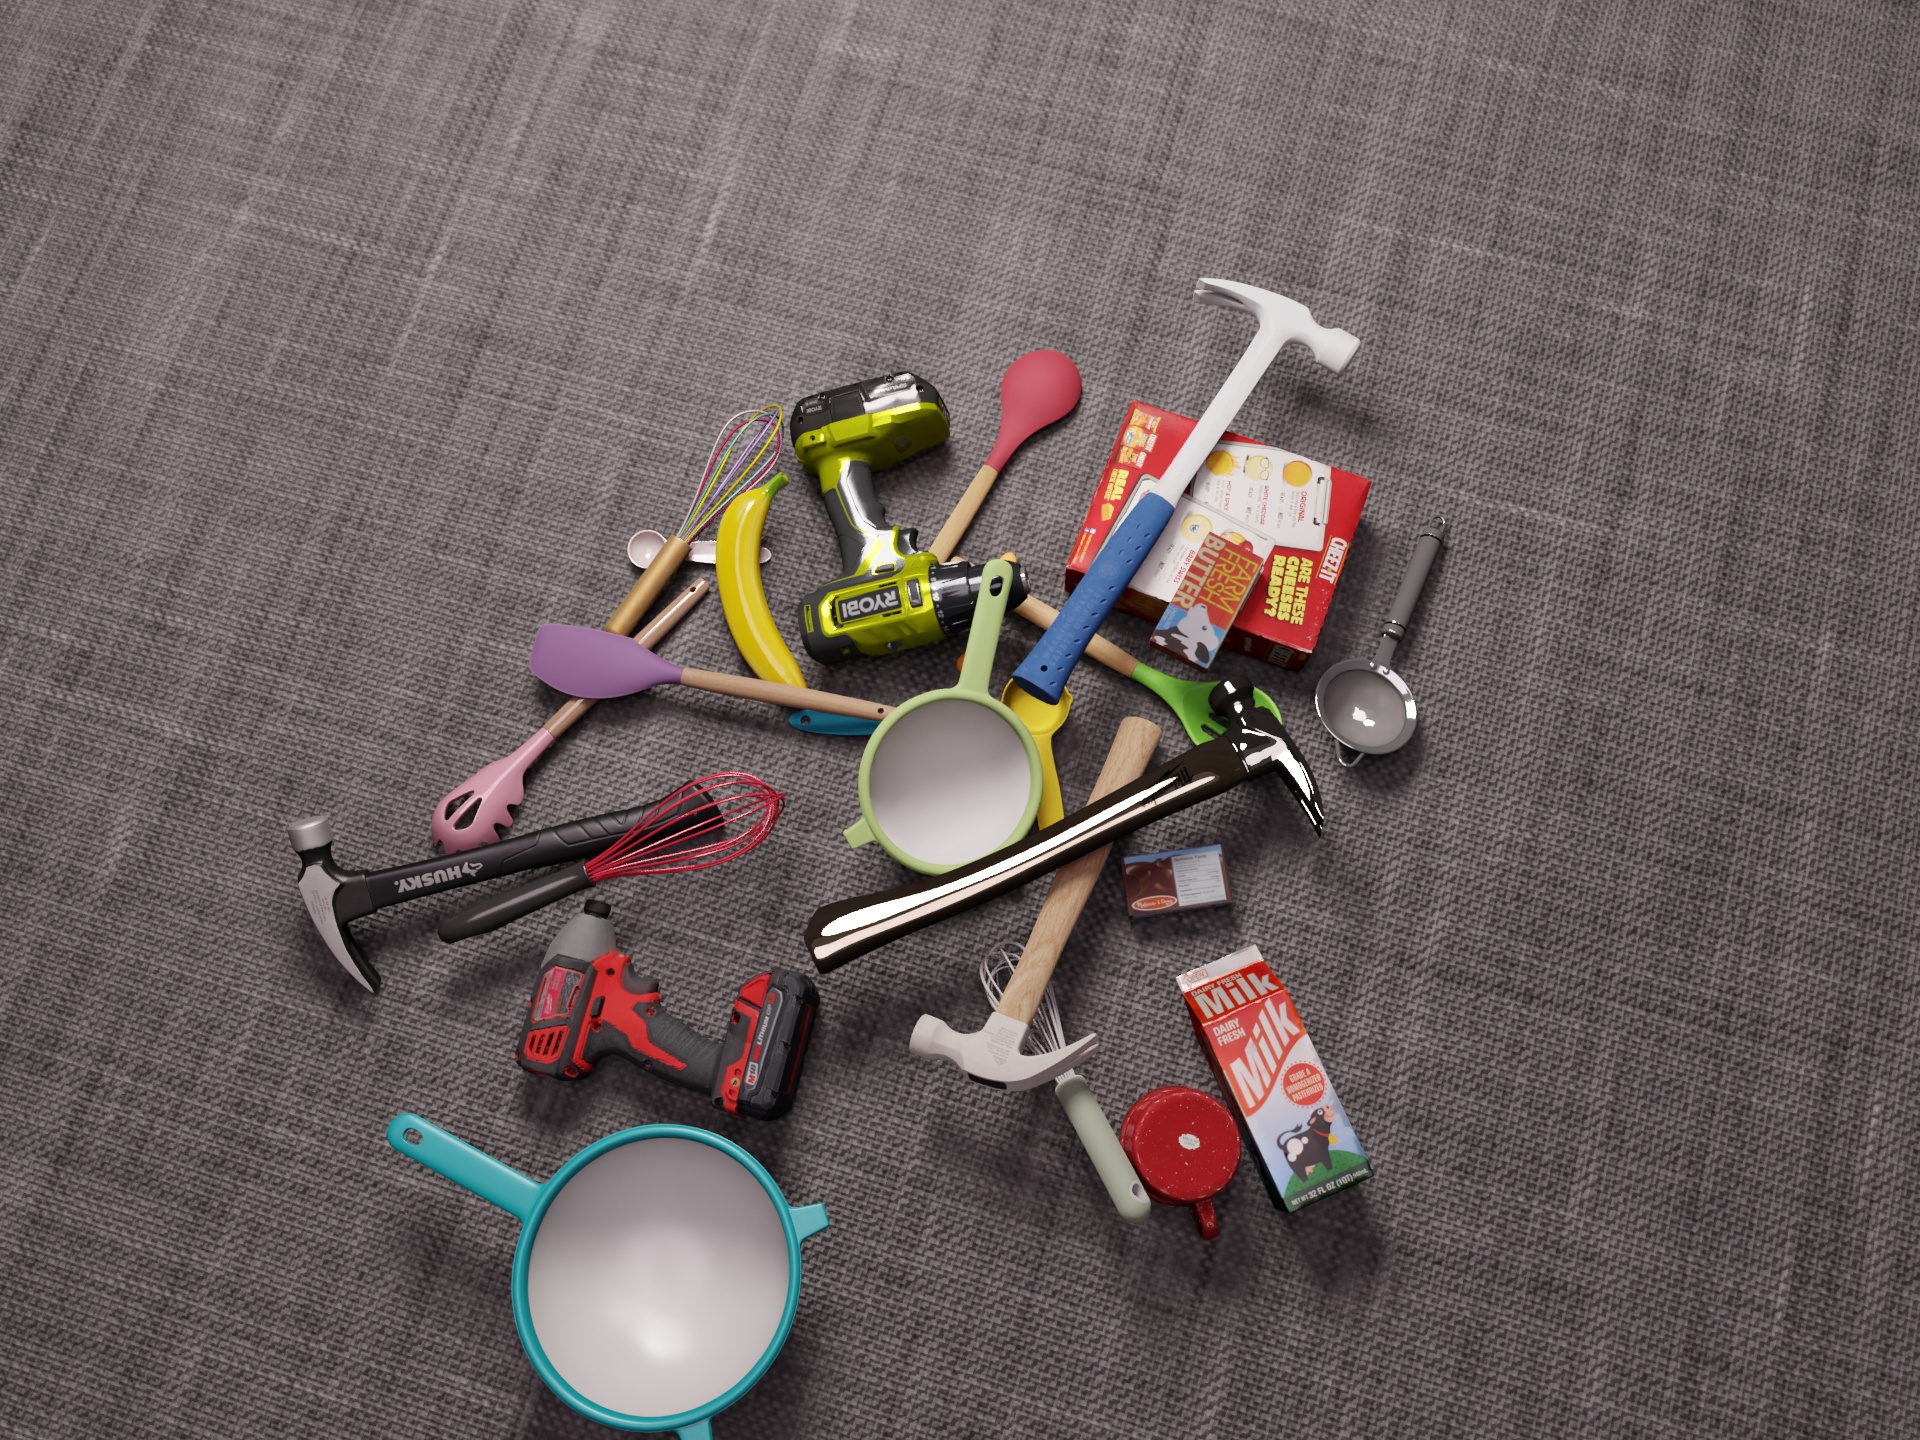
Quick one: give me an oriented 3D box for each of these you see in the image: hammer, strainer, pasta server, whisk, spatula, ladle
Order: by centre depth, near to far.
[{"bbox_3d":[-0.276,0.387,1.203,0.340,0.095,0.211,25,75,11],"label":"strainer"},{"bbox_3d":[0.079,0.271,1.212,0.059,0.057,0.247,-51,51,28],"label":"whisk"},{"bbox_3d":[0.077,0.104,1.230,0.410,0.038,0.146,-24,59,-7],"label":"hammer"},{"bbox_3d":[0.087,0.136,1.247,0.130,0.031,0.331,18,62,18],"label":"hammer"},{"bbox_3d":[-0.276,0.113,1.262,0.296,0.073,0.073,-23,75,-1],"label":"whisk"},{"bbox_3d":[-0.002,-0.004,1.286,0.151,0.069,0.256,12,90,-15],"label":"strainer"},{"bbox_3d":[0.163,-0.189,1.292,0.144,0.035,0.405,32,76,9],"label":"hammer"},{"bbox_3d":[-0.359,0.115,1.294,0.334,0.035,0.146,-14,101,-8],"label":"hammer"},{"bbox_3d":[-0.207,-0.030,1.325,0.316,0.018,0.060,10,77,5],"label":"spatula"},{"bbox_3d":[0.359,-0.065,1.326,0.087,0.050,0.258,26,72,3],"label":"strainer"},{"bbox_3d":[-0.327,-0.006,1.348,0.060,0.040,0.316,41,76,12],"label":"pasta server"},{"bbox_3d":[-0.227,-0.171,1.366,0.047,0.051,0.245,33,85,21],"label":"whisk"},{"bbox_3d":[0.012,-0.197,1.384,0.069,0.031,0.315,29,80,10],"label":"ladle"}]

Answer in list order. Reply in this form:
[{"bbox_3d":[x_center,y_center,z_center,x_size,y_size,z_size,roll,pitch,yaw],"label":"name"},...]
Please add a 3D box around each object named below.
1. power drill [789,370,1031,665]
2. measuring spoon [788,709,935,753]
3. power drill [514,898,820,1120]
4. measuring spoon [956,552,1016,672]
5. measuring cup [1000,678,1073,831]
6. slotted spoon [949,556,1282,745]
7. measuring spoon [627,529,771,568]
[{"bbox_3d":[-0.050,-0.170,1.338,0.190,0.080,0.229,-13,73,10],"label":"power drill"},{"bbox_3d":[-0.082,0.005,1.341,0.128,0.021,0.042,5,80,13],"label":"measuring spoon"},{"bbox_3d":[-0.231,0.229,1.255,0.219,0.078,0.143,12,75,8],"label":"power drill"},{"bbox_3d":[0.024,-0.093,1.361,0.021,0.011,0.117,20,76,7],"label":"measuring spoon"},{"bbox_3d":[0.069,0.036,1.323,0.062,0.029,0.156,-7,86,1],"label":"measuring cup"},{"bbox_3d":[0.126,-0.057,1.336,0.314,0.031,0.070,31,78,10],"label":"slotted spoon"},{"bbox_3d":[-0.227,-0.145,1.388,0.124,0.018,0.034,3,82,-4],"label":"measuring spoon"}]
